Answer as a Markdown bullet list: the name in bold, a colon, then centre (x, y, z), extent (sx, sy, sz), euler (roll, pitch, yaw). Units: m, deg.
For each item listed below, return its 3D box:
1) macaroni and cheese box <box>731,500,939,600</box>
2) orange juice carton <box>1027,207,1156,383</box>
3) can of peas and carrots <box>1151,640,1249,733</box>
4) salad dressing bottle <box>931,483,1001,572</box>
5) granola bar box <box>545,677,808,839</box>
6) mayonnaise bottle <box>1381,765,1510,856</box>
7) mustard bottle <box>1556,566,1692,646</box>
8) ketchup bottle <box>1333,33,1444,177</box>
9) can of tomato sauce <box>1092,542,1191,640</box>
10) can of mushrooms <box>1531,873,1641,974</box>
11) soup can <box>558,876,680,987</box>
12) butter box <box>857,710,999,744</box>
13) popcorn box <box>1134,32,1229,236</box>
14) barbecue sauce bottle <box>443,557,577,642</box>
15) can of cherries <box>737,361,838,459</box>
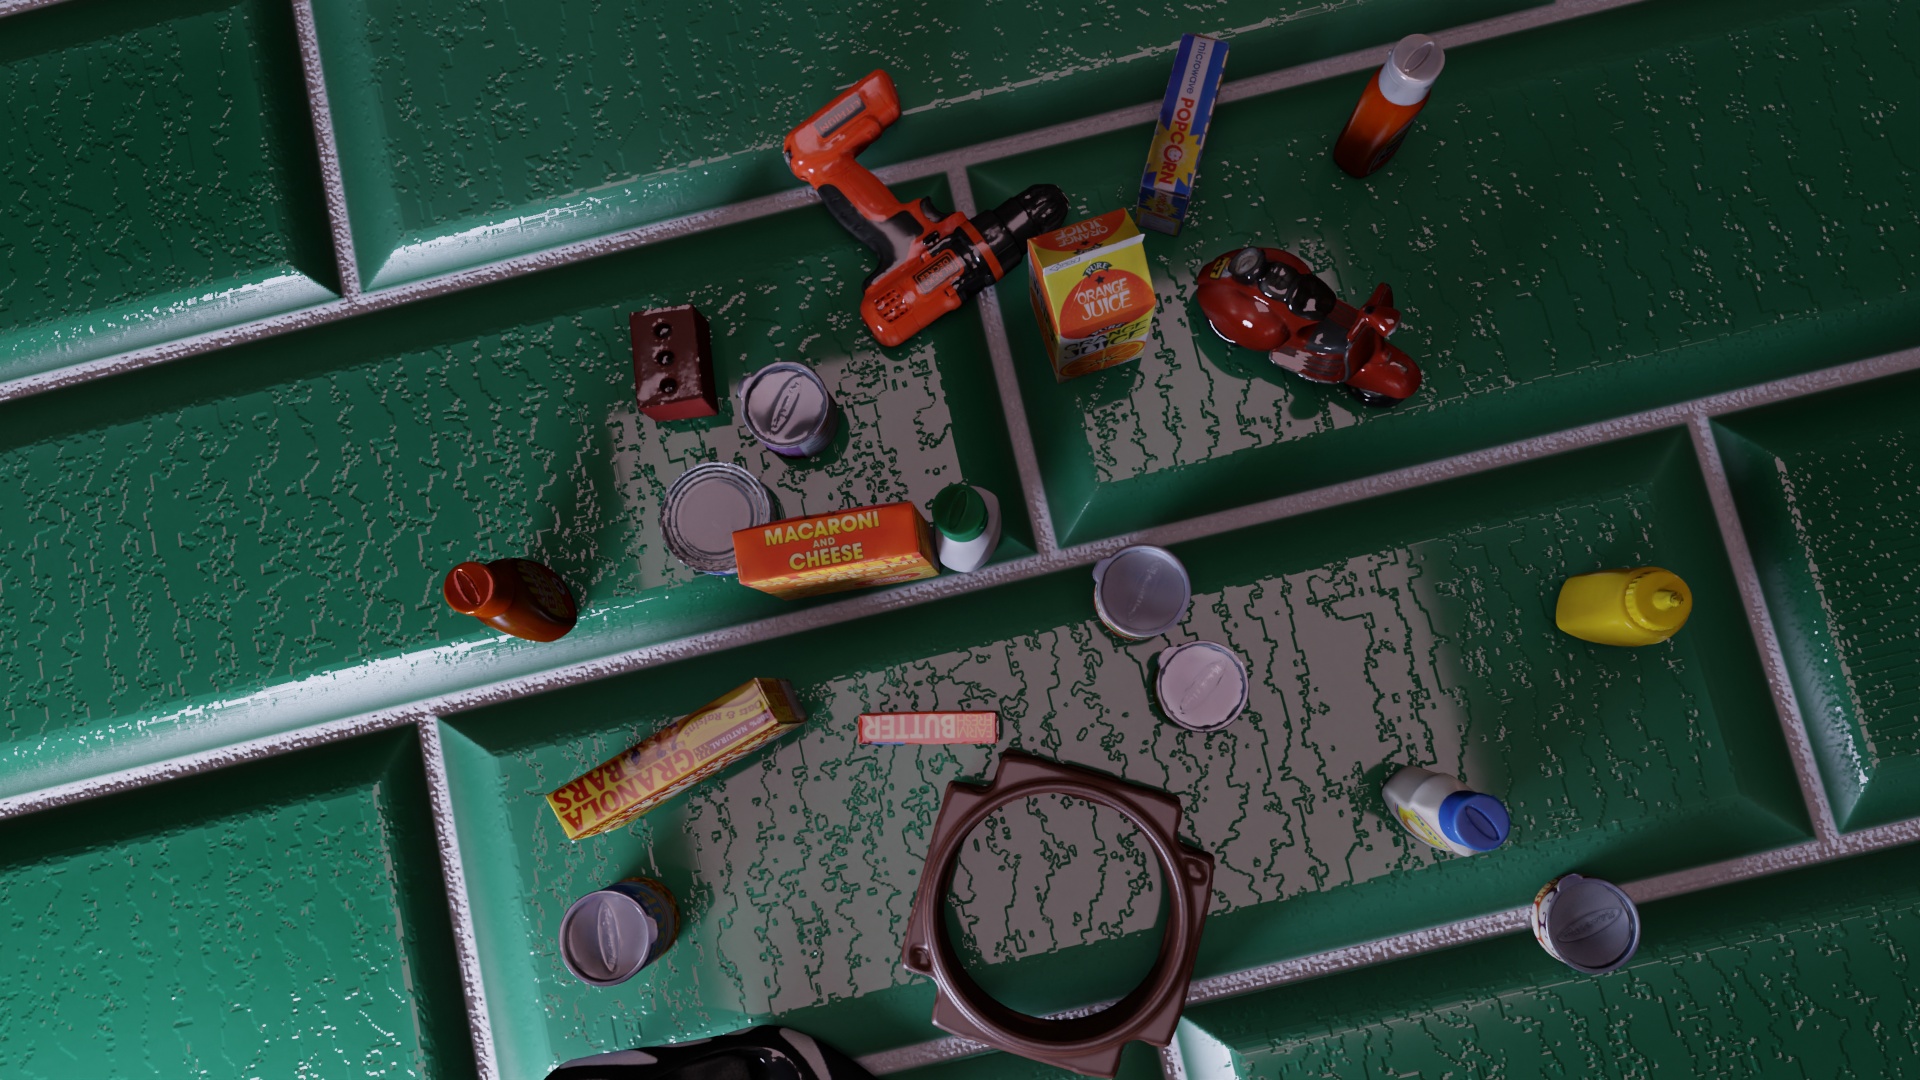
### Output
- **macaroni and cheese box**: centre (-0.084, 0.009, 0.994), extent (0.124, 0.166, 0.040), euler (-10, 83, 2)
- **orange juice carton**: centre (0.093, -0.177, 0.994), extent (0.072, 0.192, 0.073), euler (-18, 82, 1)
- **can of peas and carrots**: centre (0.173, 0.106, 1.020), extent (0.071, 0.058, 0.071), euler (0, 83, 3)
- **salad dressing bottle**: centre (0.004, -0.013, 1.001), extent (0.044, 0.147, 0.064), euler (19, 85, 6)
- **granola bar box**: centre (-0.198, 0.156, 1.003), extent (0.165, 0.124, 0.039), euler (-29, 82, 0)
- **mayonnaise bottle**: centre (0.335, 0.188, 0.955), extent (0.041, 0.148, 0.065), euler (-43, 83, -2)
- **mustard bottle**: centre (0.466, 0.045, 0.959), extent (0.065, 0.160, 0.049), euler (13, 84, 5)
- **ketchup bottle**: centre (0.317, -0.321, 1.022), extent (0.043, 0.148, 0.065), euler (42, 87, 7)
- **can of tomato sauce**: centre (0.130, 0.039, 1.019), extent (0.071, 0.083, 0.071), euler (0, 83, 3)
- **can of mushrooms**: centre (0.446, 0.271, 0.995), extent (0.071, 0.033, 0.071), euler (0, 83, 3)
- **soup can**: centre (-0.243, 0.282, 1.009), extent (0.071, 0.083, 0.071), euler (0, 83, 3)
- **butter box**: centre (-0.022, 0.139, 1.030), extent (0.103, 0.053, 0.024), euler (-1, 83, 3)
- **popcorn box**: centre (0.169, -0.308, 1.061), extent (0.038, 0.085, 0.127), euler (15, 84, 5)
- **barbecue sauce bottle**: centre (-0.329, 0.041, 1.013), extent (0.044, 0.148, 0.065), euler (-33, 82, -1)
- **can of cherries**: centre (-0.132, -0.100, 1.065), extent (0.071, 0.058, 0.071), euler (0, 83, 3)
